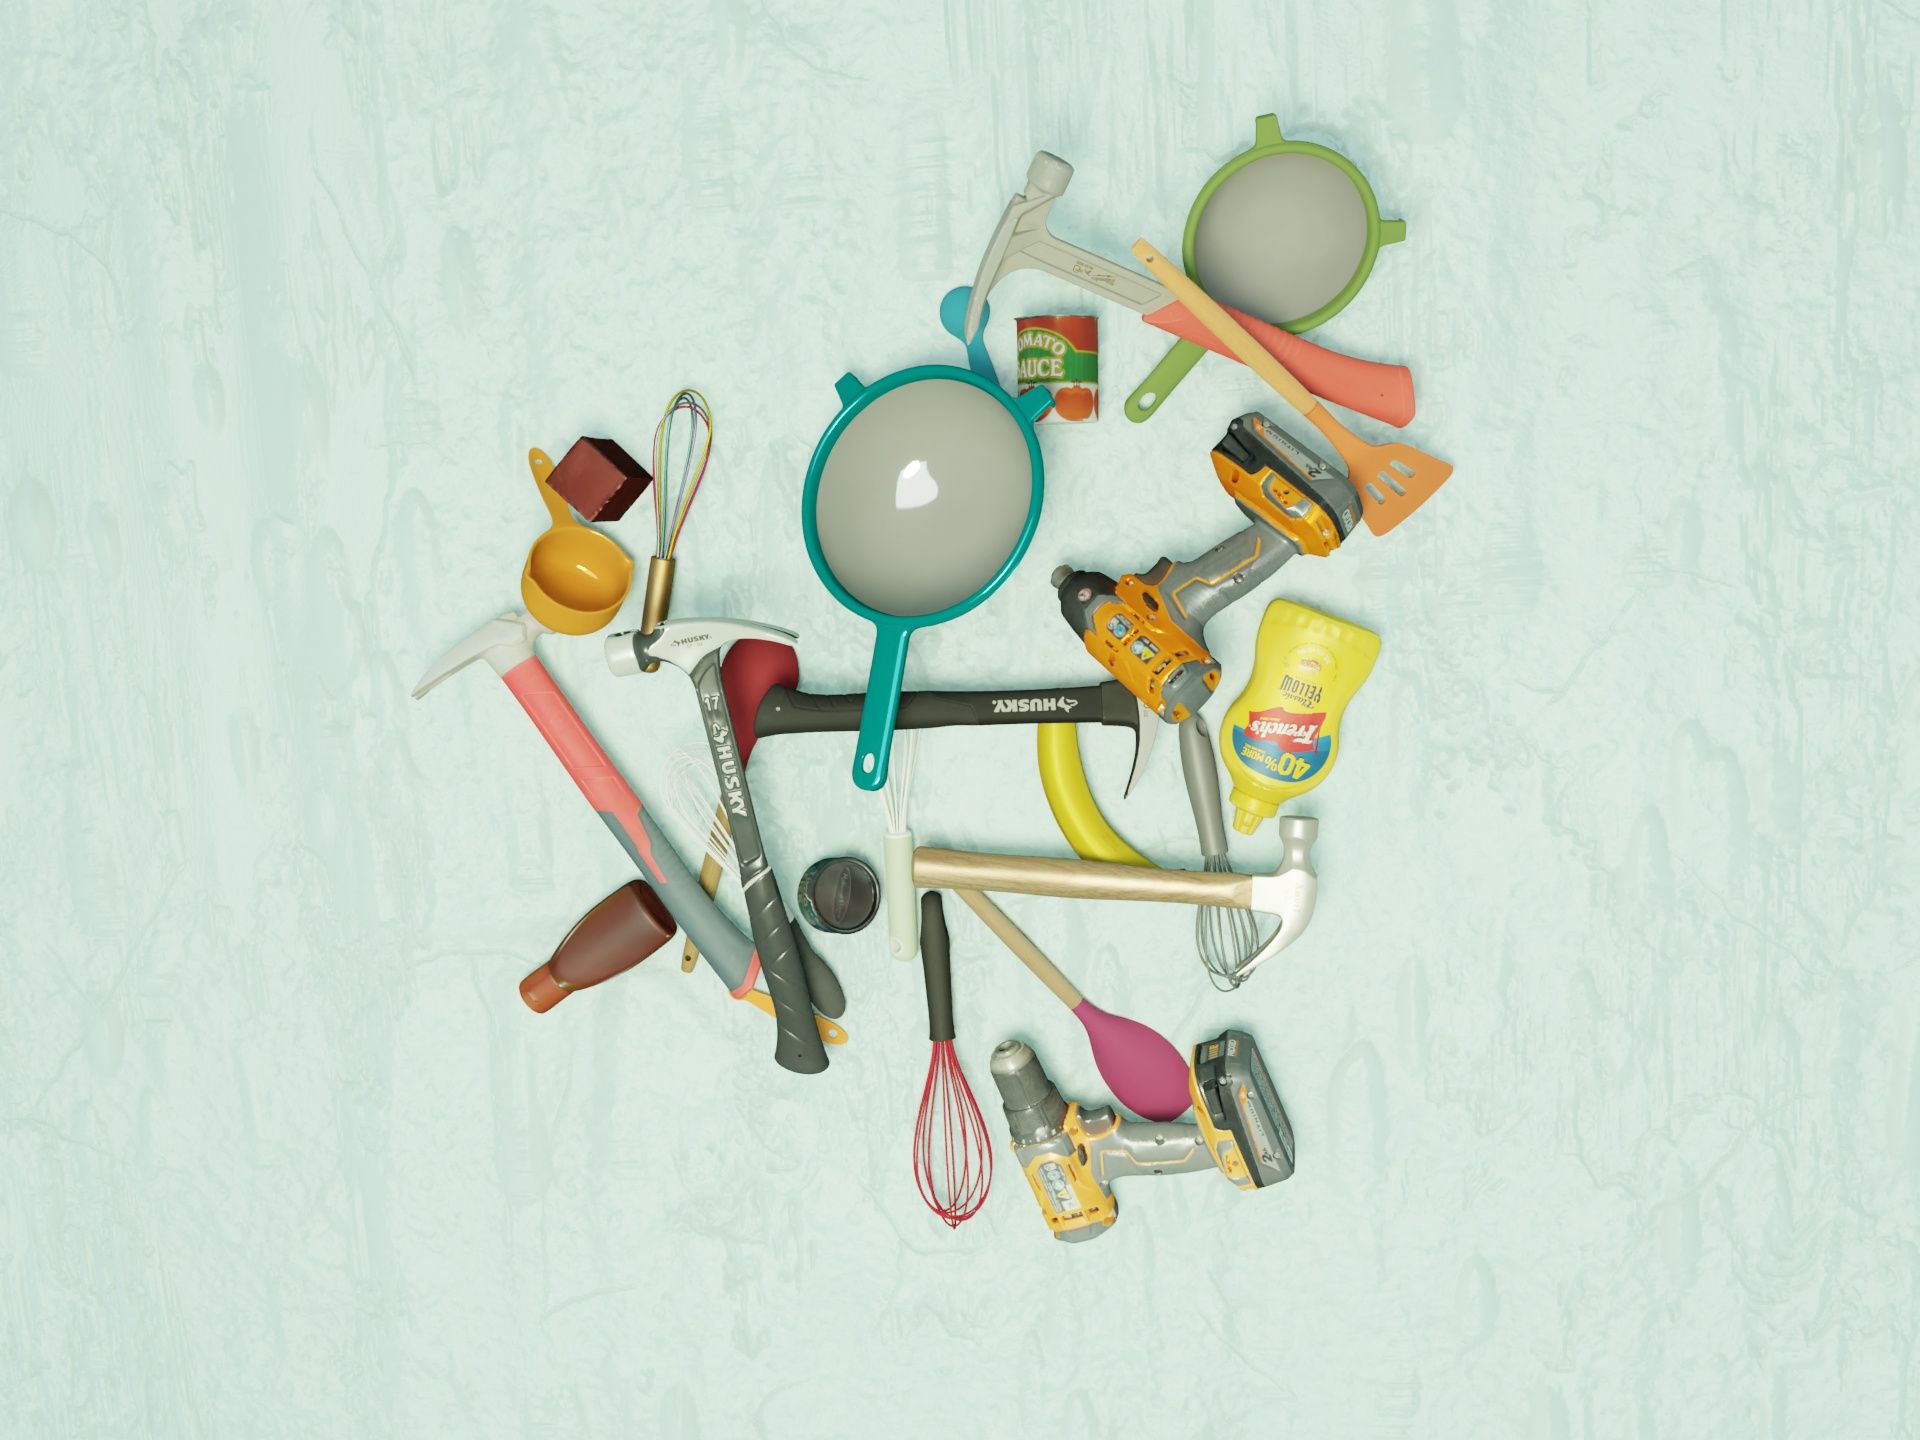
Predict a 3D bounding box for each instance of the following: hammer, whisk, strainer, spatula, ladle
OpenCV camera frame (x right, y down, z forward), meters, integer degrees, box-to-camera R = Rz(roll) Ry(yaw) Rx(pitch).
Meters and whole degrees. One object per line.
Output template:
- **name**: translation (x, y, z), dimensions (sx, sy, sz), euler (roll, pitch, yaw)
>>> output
- **hammer**: translation (0.187, -0.296, 1.224), dimensions (0.359, 0.037, 0.149), euler (20, 118, -14)
- **whisk**: translation (-0.247, -0.159, 1.352), dimensions (0.047, 0.051, 0.245), euler (11, 102, 0)
- **hammer**: translation (-0.166, 0.109, 1.301), dimensions (0.149, 0.036, 0.408), euler (-11, 108, 3)
- **whisk**: translation (-0.054, 0.089, 1.362), dimensions (0.058, 0.059, 0.246), euler (8, 106, 43)
- **whisk**: translation (-0.014, 0.294, 1.378), dimensions (0.073, 0.073, 0.296), euler (-4, 92, 8)
- **whisk**: translation (-0.172, 0.142, 1.363), dimensions (0.070, 0.070, 0.284), euler (-26, 106, 10)
- **whisk**: translation (0.209, 0.110, 1.327), dimensions (0.055, 0.055, 0.239), euler (-10, 92, 9)
- **hammer**: translation (-0.002, -0.004, 1.302), dimensions (0.335, 0.035, 0.146), euler (-2, 80, 0)
- **strainer**: translation (0.213, -0.345, 1.259), dimensions (0.151, 0.069, 0.256), euler (31, 120, -20)
- **spatula**: translation (0.249, -0.257, 1.217), dimensions (0.322, 0.041, 0.081), euler (38, 114, -17)
- **strainer**: translation (-0.028, -0.109, 1.281), dimensions (0.211, 0.095, 0.340), euler (9, 88, 26)
- **hammer**: translation (0.123, 0.134, 1.304), dimensions (0.331, 0.031, 0.130), euler (3, 93, 12)
- **hammer**: translation (-0.306, 0.084, 1.366), dimensions (0.143, 0.038, 0.386), euler (-35, 90, -9)
- **ladle**: translation (-0.204, 0.075, 1.388), dimensions (0.069, 0.031, 0.315), euler (16, 102, 6)

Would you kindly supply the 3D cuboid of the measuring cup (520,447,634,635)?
- **measuring cup**: translation (-0.344, -0.151, 1.361), dimensions (0.052, 0.095, 0.174), euler (-51, 57, 50)

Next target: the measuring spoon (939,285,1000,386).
- **measuring spoon**: translation (0.015, -0.294, 1.306), dimensions (0.042, 0.021, 0.128), euler (-17, 94, 10)

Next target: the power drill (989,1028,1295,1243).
- **power drill**: translation (0.146, 0.330, 1.337), dimensions (0.226, 0.084, 0.185), euler (-20, 103, 18)

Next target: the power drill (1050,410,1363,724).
- **power drill**: translation (0.185, -0.129, 1.253), dimensions (0.226, 0.084, 0.164), euler (-47, 64, 3)

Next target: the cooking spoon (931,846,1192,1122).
- **cooking spoon**: translation (0.082, 0.227, 1.374), dimensions (0.068, 0.017, 0.319), euler (-44, 91, 11)

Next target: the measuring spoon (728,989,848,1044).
- **measuring spoon**: translation (-0.153, 0.259, 1.416), dimensions (0.117, 0.011, 0.021), euler (25, 100, 0)
